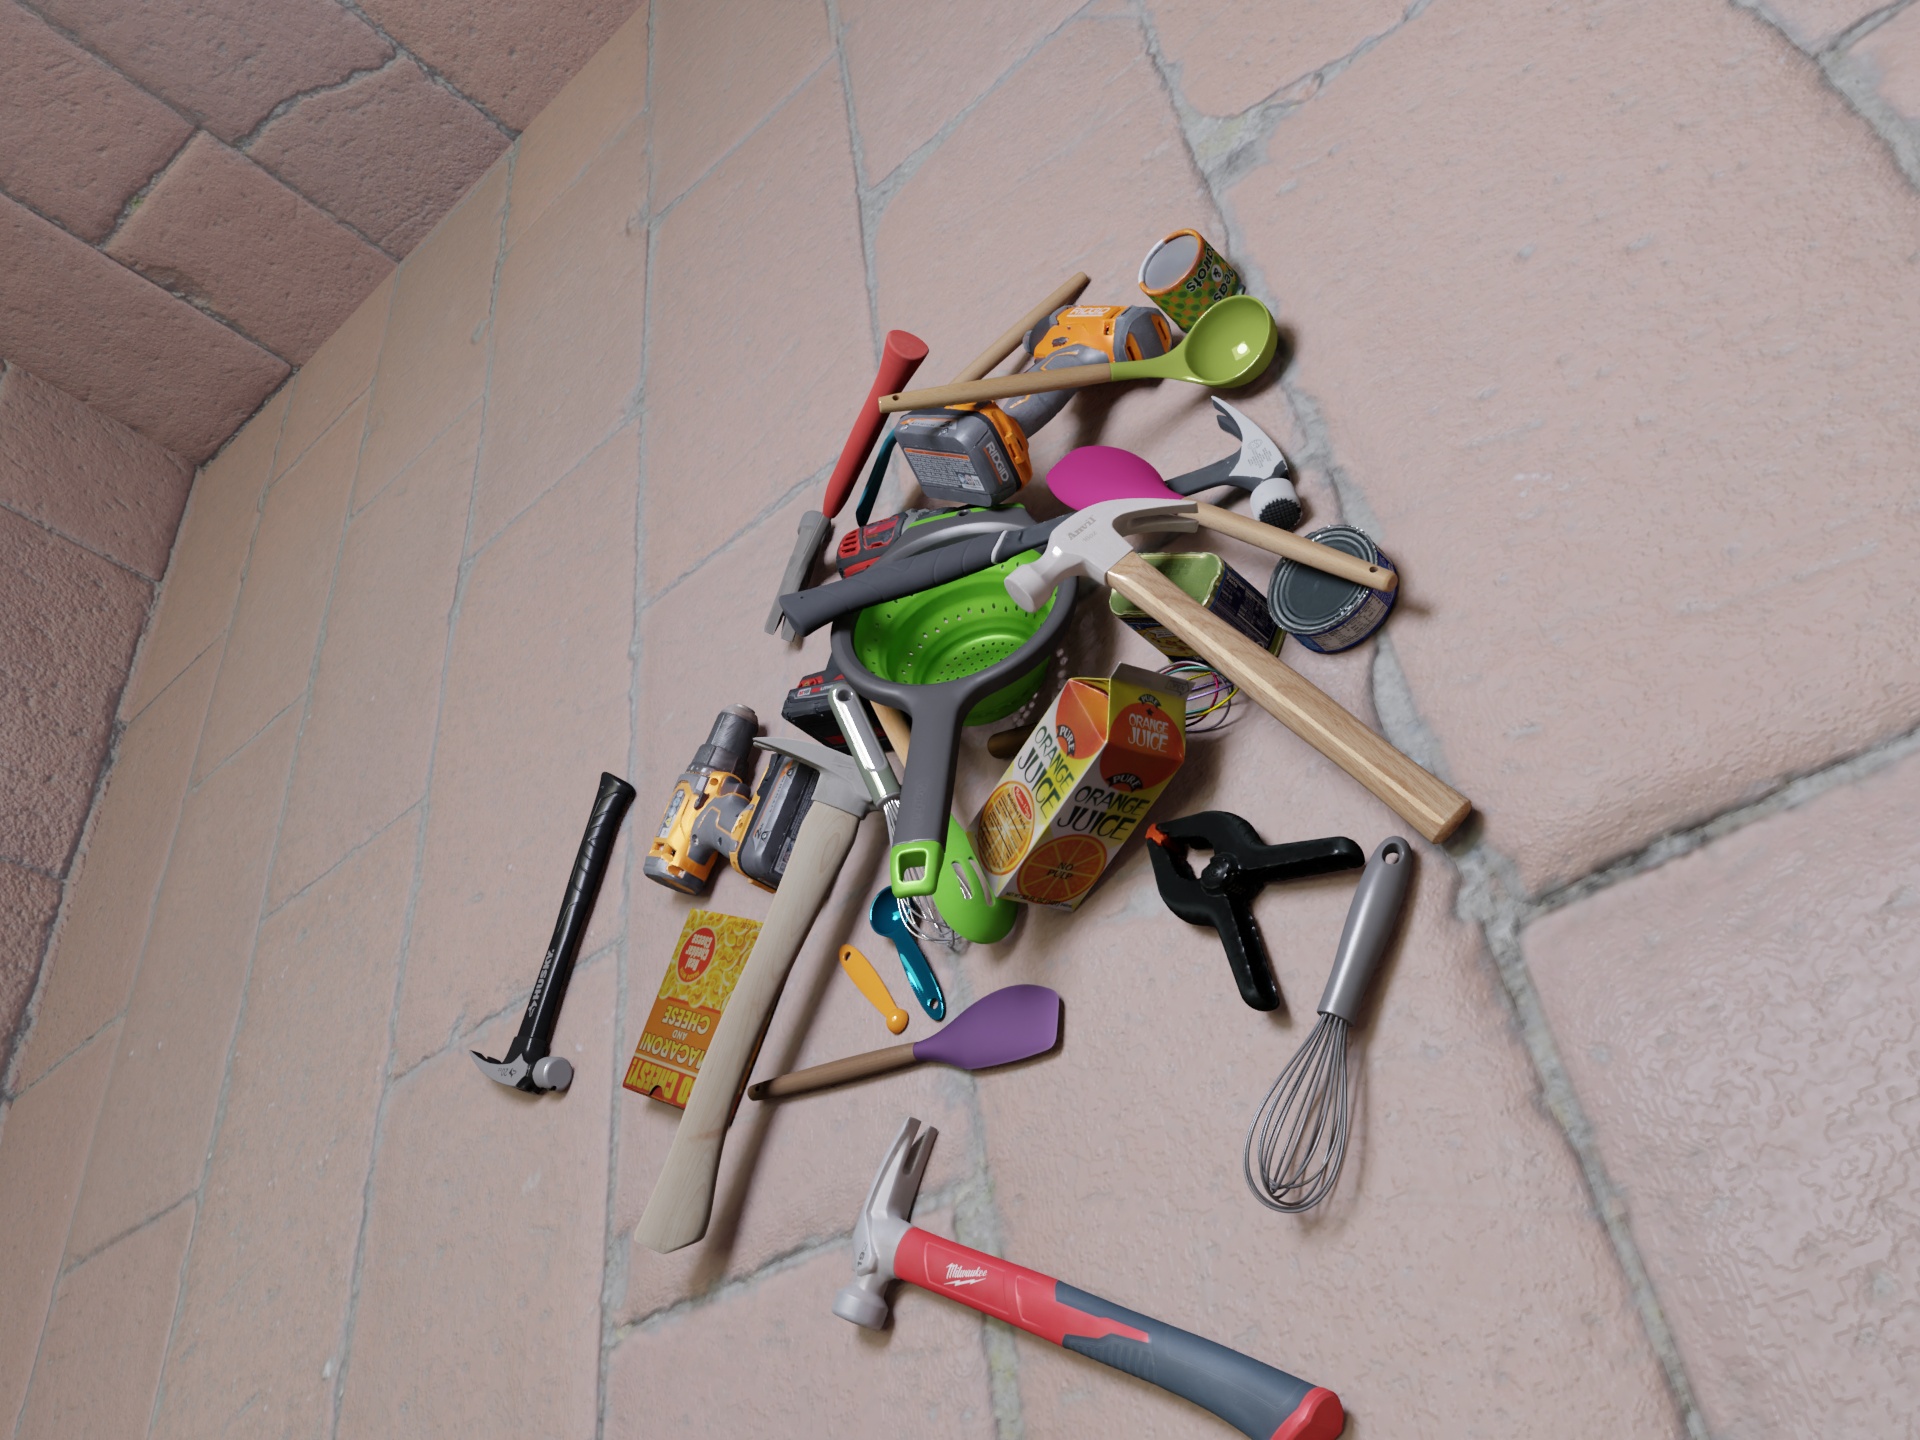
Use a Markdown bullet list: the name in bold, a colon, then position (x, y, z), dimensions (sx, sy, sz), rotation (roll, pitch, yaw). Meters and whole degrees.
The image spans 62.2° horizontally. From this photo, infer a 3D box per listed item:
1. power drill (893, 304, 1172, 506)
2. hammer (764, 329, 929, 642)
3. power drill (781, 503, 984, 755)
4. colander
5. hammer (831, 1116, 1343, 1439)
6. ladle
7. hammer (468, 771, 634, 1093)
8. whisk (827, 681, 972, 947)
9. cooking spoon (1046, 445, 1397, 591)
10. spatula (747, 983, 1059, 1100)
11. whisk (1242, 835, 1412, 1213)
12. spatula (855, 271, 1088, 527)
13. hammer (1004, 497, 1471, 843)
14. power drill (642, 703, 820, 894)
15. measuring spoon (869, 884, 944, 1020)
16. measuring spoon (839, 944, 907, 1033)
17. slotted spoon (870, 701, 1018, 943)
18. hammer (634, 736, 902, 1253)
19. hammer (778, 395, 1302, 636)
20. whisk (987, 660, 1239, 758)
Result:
- **power drill**: position (0.054, -0.281, 1.370), dimensions (0.226, 0.084, 0.164), rotation (-42, 32, -21)
- **hammer**: position (-0.105, -0.218, 1.442), dimensions (0.359, 0.036, 0.149), rotation (127, 161, -55)
- **power drill**: position (-0.053, -0.091, 1.404), dimensions (0.188, 0.080, 0.227), rotation (-10, 54, 43)
- **colander**: position (-0.002, -0.004, 1.220), dimensions (0.204, 0.094, 0.397), rotation (-9, 44, 17)
- **hammer**: position (0.070, 0.354, 0.988), dimensions (0.386, 0.038, 0.143), rotation (1, 64, 47)
- **ladle**: position (0.093, -0.281, 1.260), dimensions (0.320, 0.062, 0.078), rotation (-9, 60, -3)
- **hammer**: position (-0.396, 0.206, 1.595), dimensions (0.146, 0.035, 0.335), rotation (-10, 57, 42)
- **whisk**: position (-0.053, 0.070, 1.258), dimensions (0.058, 0.059, 0.247), rotation (-19, 63, -15)
- **cooking spoon**: position (0.179, -0.147, 1.142), dimensions (0.069, 0.017, 0.319), rotation (-44, 45, -17)
- **spatula**: position (-0.050, 0.253, 1.202), dimensions (0.316, 0.018, 0.060), rotation (-23, 46, 35)
- **whisk**: position (0.225, 0.176, 0.941), dimensions (0.055, 0.055, 0.239), rotation (3, 62, 48)
- **spatula**: position (0.007, -0.305, 1.489), dimensions (0.317, 0.044, 0.082), rotation (-42, -5, -3)
- **hammer**: position (0.187, -0.037, 1.027), dimensions (0.130, 0.031, 0.331), rotation (-41, 63, -16)
- **power drill**: position (-0.188, 0.069, 1.434), dimensions (0.226, 0.084, 0.185), rotation (-3, 61, 51)
- **measuring spoon**: position (-0.034, 0.183, 1.241), dimensions (0.042, 0.021, 0.129), rotation (-42, 49, 16)
- **measuring spoon**: position (-0.073, 0.210, 1.261), dimensions (0.021, 0.011, 0.117), rotation (-53, 38, 4)
- **slotted spoon**: position (-0.034, 0.040, 1.249), dimensions (0.314, 0.070, 0.031), rotation (62, 145, 34)
- **hammer**: position (-0.171, 0.214, 1.264), dimensions (0.038, 0.146, 0.411), rotation (111, -179, -76)
- **hammer**: position (0.050, -0.145, 1.240), dimensions (0.409, 0.036, 0.149), rotation (-17, 44, 9)
- **whisk**: position (0.109, -0.002, 1.191), dimensions (0.245, 0.051, 0.047), rotation (-16, 59, 44)
